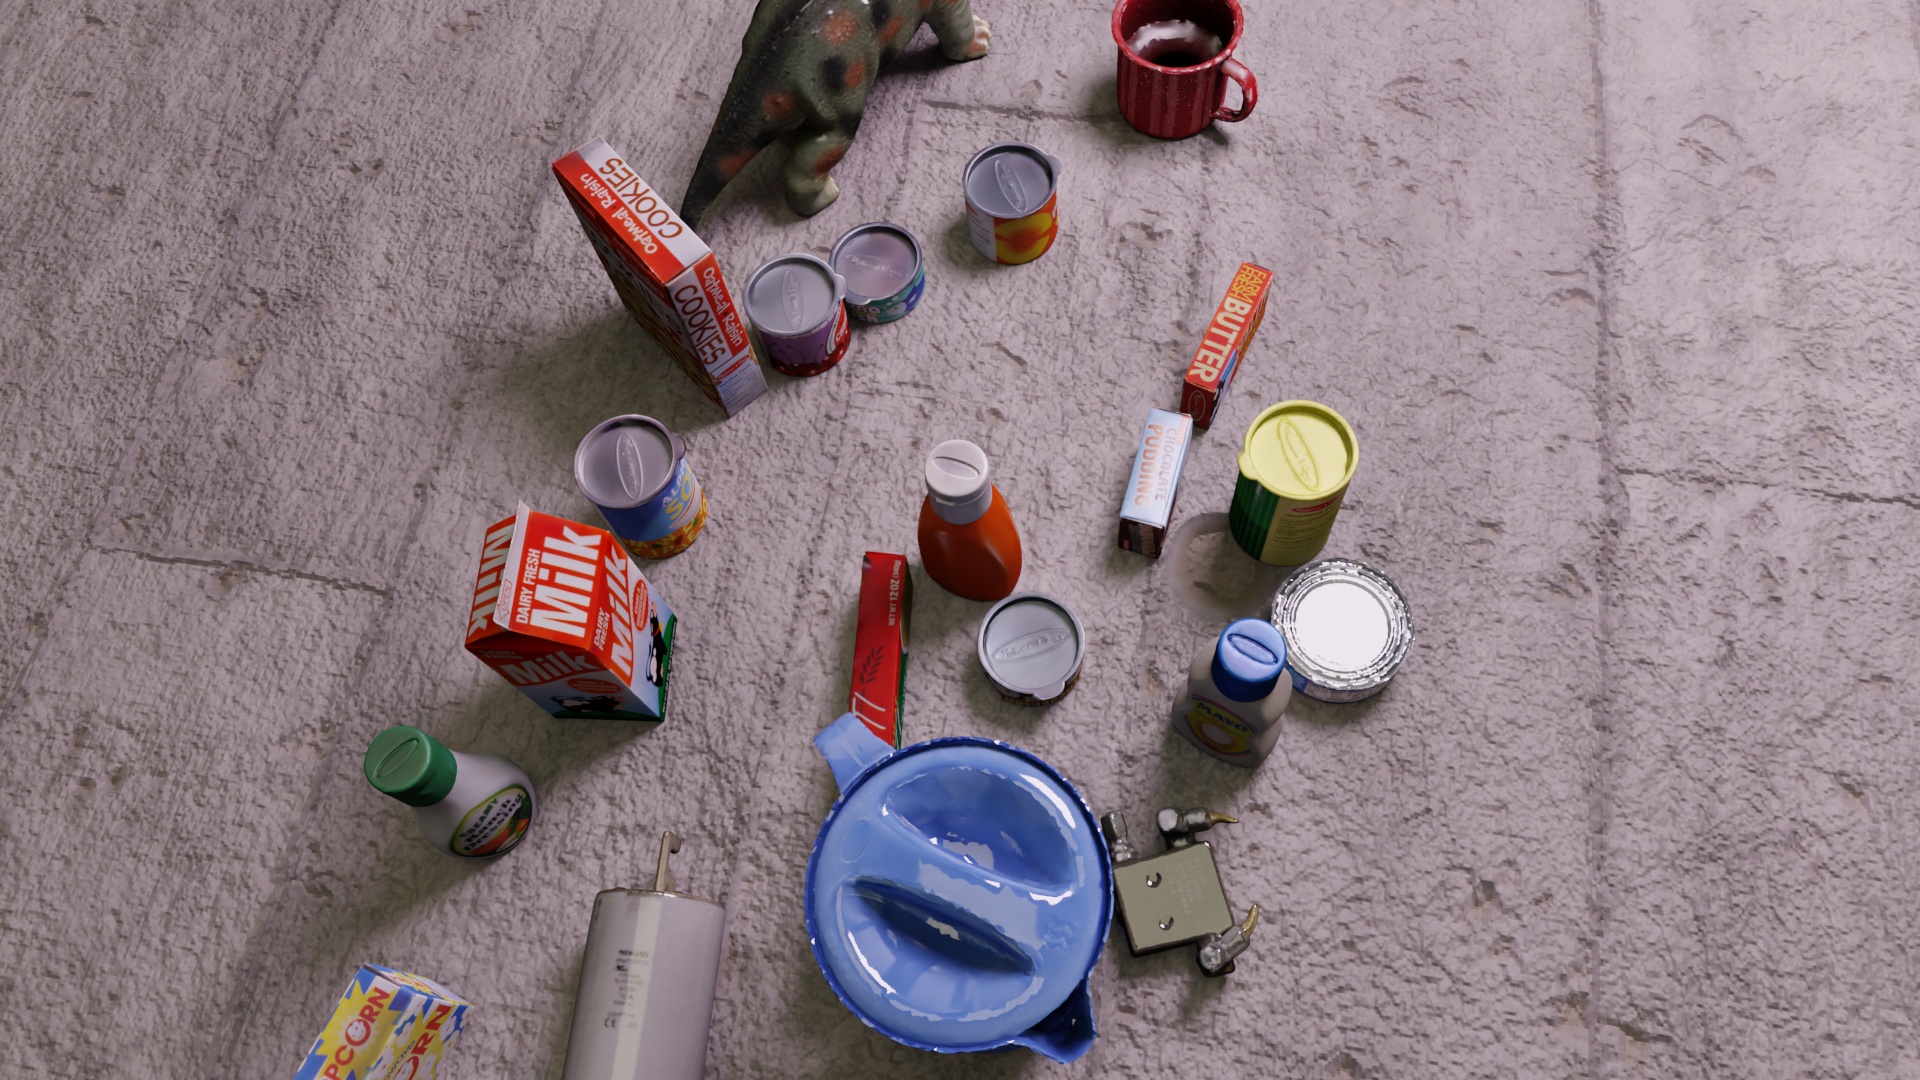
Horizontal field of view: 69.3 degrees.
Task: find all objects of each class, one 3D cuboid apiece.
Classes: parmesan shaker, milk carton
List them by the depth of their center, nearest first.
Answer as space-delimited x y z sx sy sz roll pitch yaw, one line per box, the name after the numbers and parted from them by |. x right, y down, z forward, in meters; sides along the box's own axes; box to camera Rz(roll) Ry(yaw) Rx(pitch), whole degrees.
-0.227 0.046 0.807 0.073 0.189 0.072 1 67 5 | milk carton
0.200 -0.033 0.856 0.071 0.102 0.071 -2 66 4 | parmesan shaker

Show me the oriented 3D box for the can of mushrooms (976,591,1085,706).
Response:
0.045 0.070 0.861 0.071 0.033 0.071 -2 66 4 | can of mushrooms

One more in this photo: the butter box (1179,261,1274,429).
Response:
0.177 -0.131 0.929 0.024 0.053 0.104 23 70 14 | butter box

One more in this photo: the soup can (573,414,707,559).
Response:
-0.202 -0.034 0.899 0.071 0.083 0.071 -2 66 4 | soup can

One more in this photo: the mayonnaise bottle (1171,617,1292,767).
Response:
0.155 0.085 0.783 0.065 0.147 0.041 29 72 16 | mayonnaise bottle

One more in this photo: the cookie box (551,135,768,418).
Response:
-0.194 -0.168 0.912 0.040 0.166 0.123 -40 69 -12 | cookie box

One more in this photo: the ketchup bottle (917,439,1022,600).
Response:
0.003 -0.010 0.837 0.065 0.148 0.044 18 69 12 | ketchup bottle

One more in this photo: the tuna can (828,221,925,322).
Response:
-0.059 -0.187 0.984 0.071 0.032 0.071 -2 66 4 | tuna can

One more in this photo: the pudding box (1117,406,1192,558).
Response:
0.126 -0.037 0.894 0.030 0.049 0.084 14 68 10 | pudding box

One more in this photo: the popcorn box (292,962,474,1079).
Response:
-0.329 0.302 0.758 0.038 0.085 0.127 22 70 13 | popcorn box

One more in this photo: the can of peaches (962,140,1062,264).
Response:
0.039 -0.239 0.986 0.071 0.058 0.071 -2 66 4 | can of peaches

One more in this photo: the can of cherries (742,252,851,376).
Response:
-0.109 -0.155 0.959 0.071 0.058 0.072 -2 66 4 | can of cherries

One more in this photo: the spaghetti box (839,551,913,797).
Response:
-0.053 0.131 0.832 0.029 0.050 0.251 1 66 5 | spaghetti box

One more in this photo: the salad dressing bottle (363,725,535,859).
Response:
-0.290 0.143 0.792 0.044 0.147 0.064 40 75 19 | salad dressing bottle
